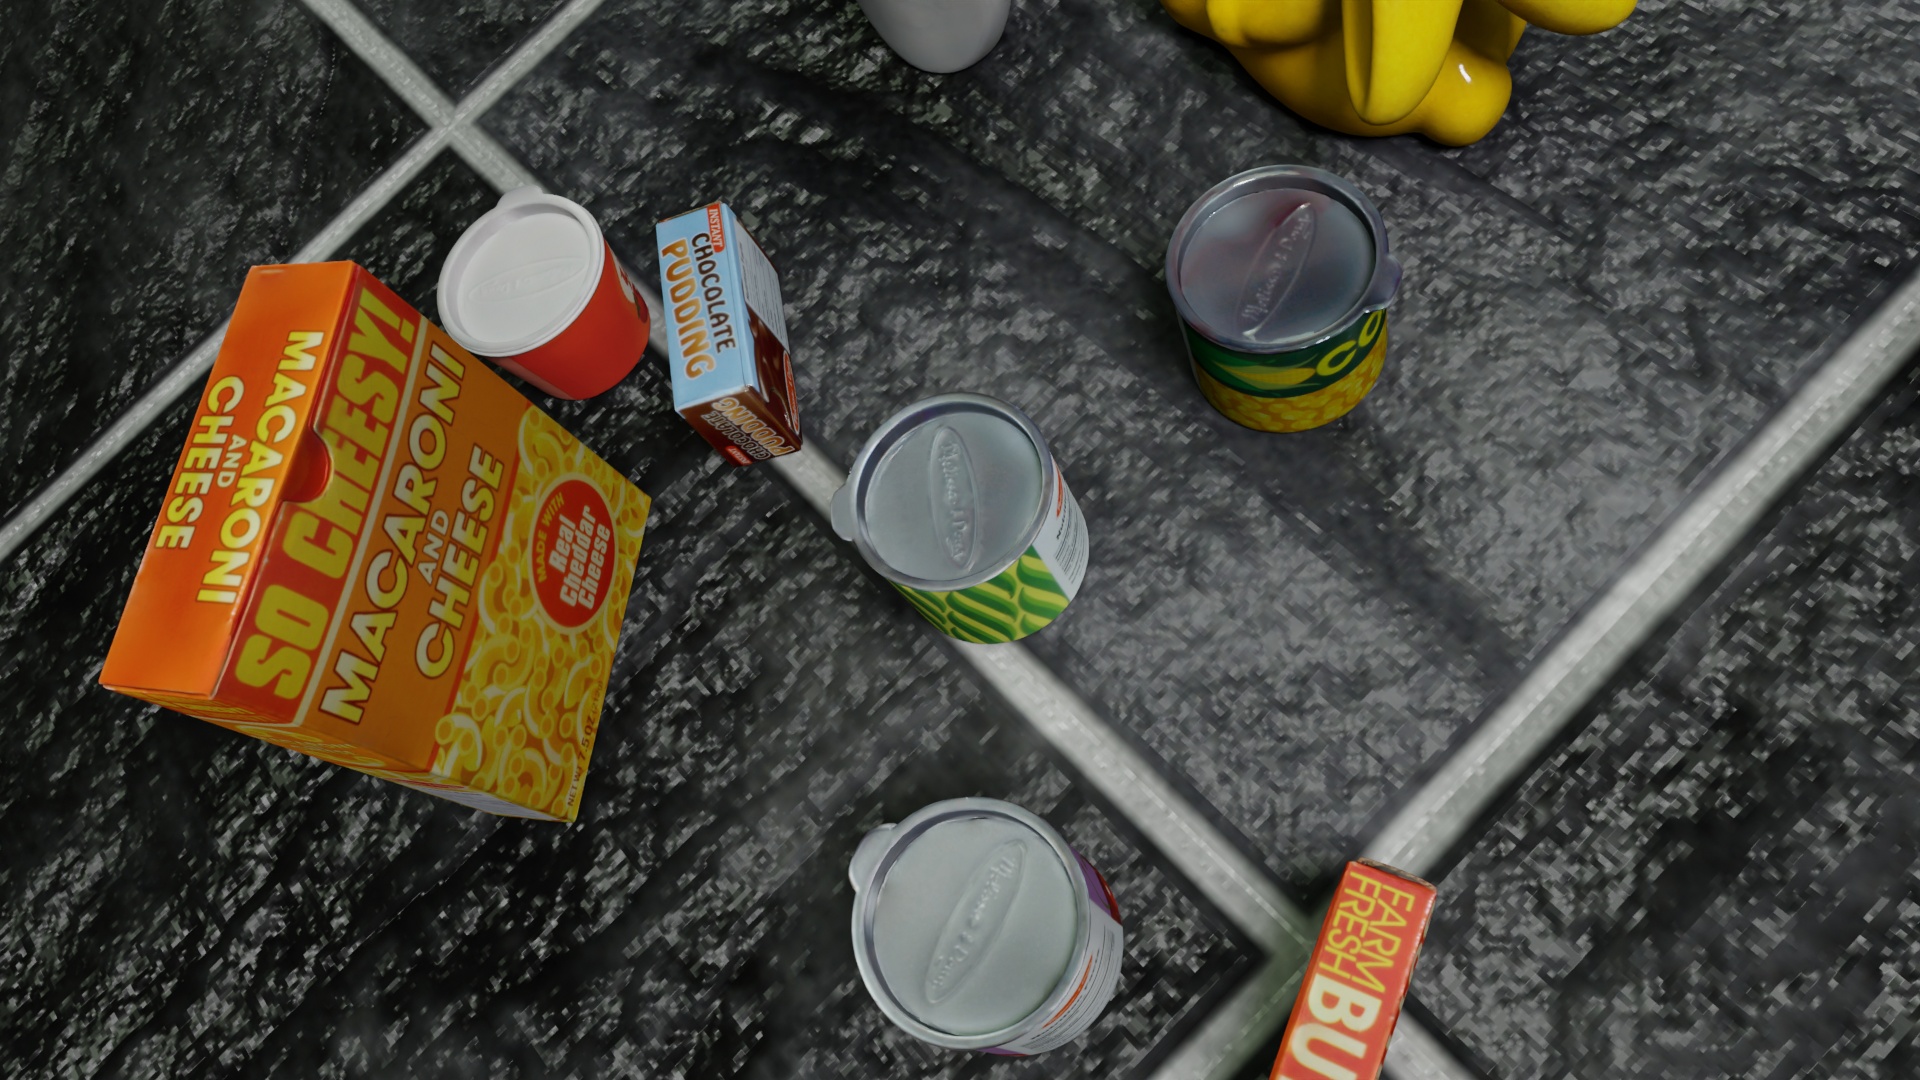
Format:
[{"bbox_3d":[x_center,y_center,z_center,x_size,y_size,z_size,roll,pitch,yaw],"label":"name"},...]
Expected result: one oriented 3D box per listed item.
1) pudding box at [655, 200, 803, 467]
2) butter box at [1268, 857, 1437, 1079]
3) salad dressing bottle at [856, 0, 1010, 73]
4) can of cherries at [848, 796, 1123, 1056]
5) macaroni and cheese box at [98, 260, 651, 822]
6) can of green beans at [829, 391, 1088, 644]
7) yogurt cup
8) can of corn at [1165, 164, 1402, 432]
[{"bbox_3d":[-0.084,-0.075,0.506,0.030,0.049,0.084,-17,65,10],"label":"pudding box"},{"bbox_3d":[0.096,0.137,0.361,0.024,0.053,0.104,18,75,23],"label":"butter box"},{"bbox_3d":[-0.023,-0.232,0.498,0.064,0.147,0.044,12,73,21],"label":"salad dressing bottle"},{"bbox_3d":[0.008,0.109,0.396,0.071,0.058,0.072,-6,67,15],"label":"can of cherries"},{"bbox_3d":[-0.163,0.010,0.429,0.040,0.166,0.124,2,69,18],"label":"macaroni and cheese box"},{"bbox_3d":[0.004,-0.006,0.446,0.071,0.057,0.071,-6,67,15],"label":"can of green beans"},{"bbox_3d":[-0.155,-0.089,0.531,0.072,0.054,0.072,-6,67,15],"label":"yogurt cup"},{"bbox_3d":[0.105,-0.075,0.443,0.071,0.058,0.071,-6,67,15],"label":"can of corn"}]
